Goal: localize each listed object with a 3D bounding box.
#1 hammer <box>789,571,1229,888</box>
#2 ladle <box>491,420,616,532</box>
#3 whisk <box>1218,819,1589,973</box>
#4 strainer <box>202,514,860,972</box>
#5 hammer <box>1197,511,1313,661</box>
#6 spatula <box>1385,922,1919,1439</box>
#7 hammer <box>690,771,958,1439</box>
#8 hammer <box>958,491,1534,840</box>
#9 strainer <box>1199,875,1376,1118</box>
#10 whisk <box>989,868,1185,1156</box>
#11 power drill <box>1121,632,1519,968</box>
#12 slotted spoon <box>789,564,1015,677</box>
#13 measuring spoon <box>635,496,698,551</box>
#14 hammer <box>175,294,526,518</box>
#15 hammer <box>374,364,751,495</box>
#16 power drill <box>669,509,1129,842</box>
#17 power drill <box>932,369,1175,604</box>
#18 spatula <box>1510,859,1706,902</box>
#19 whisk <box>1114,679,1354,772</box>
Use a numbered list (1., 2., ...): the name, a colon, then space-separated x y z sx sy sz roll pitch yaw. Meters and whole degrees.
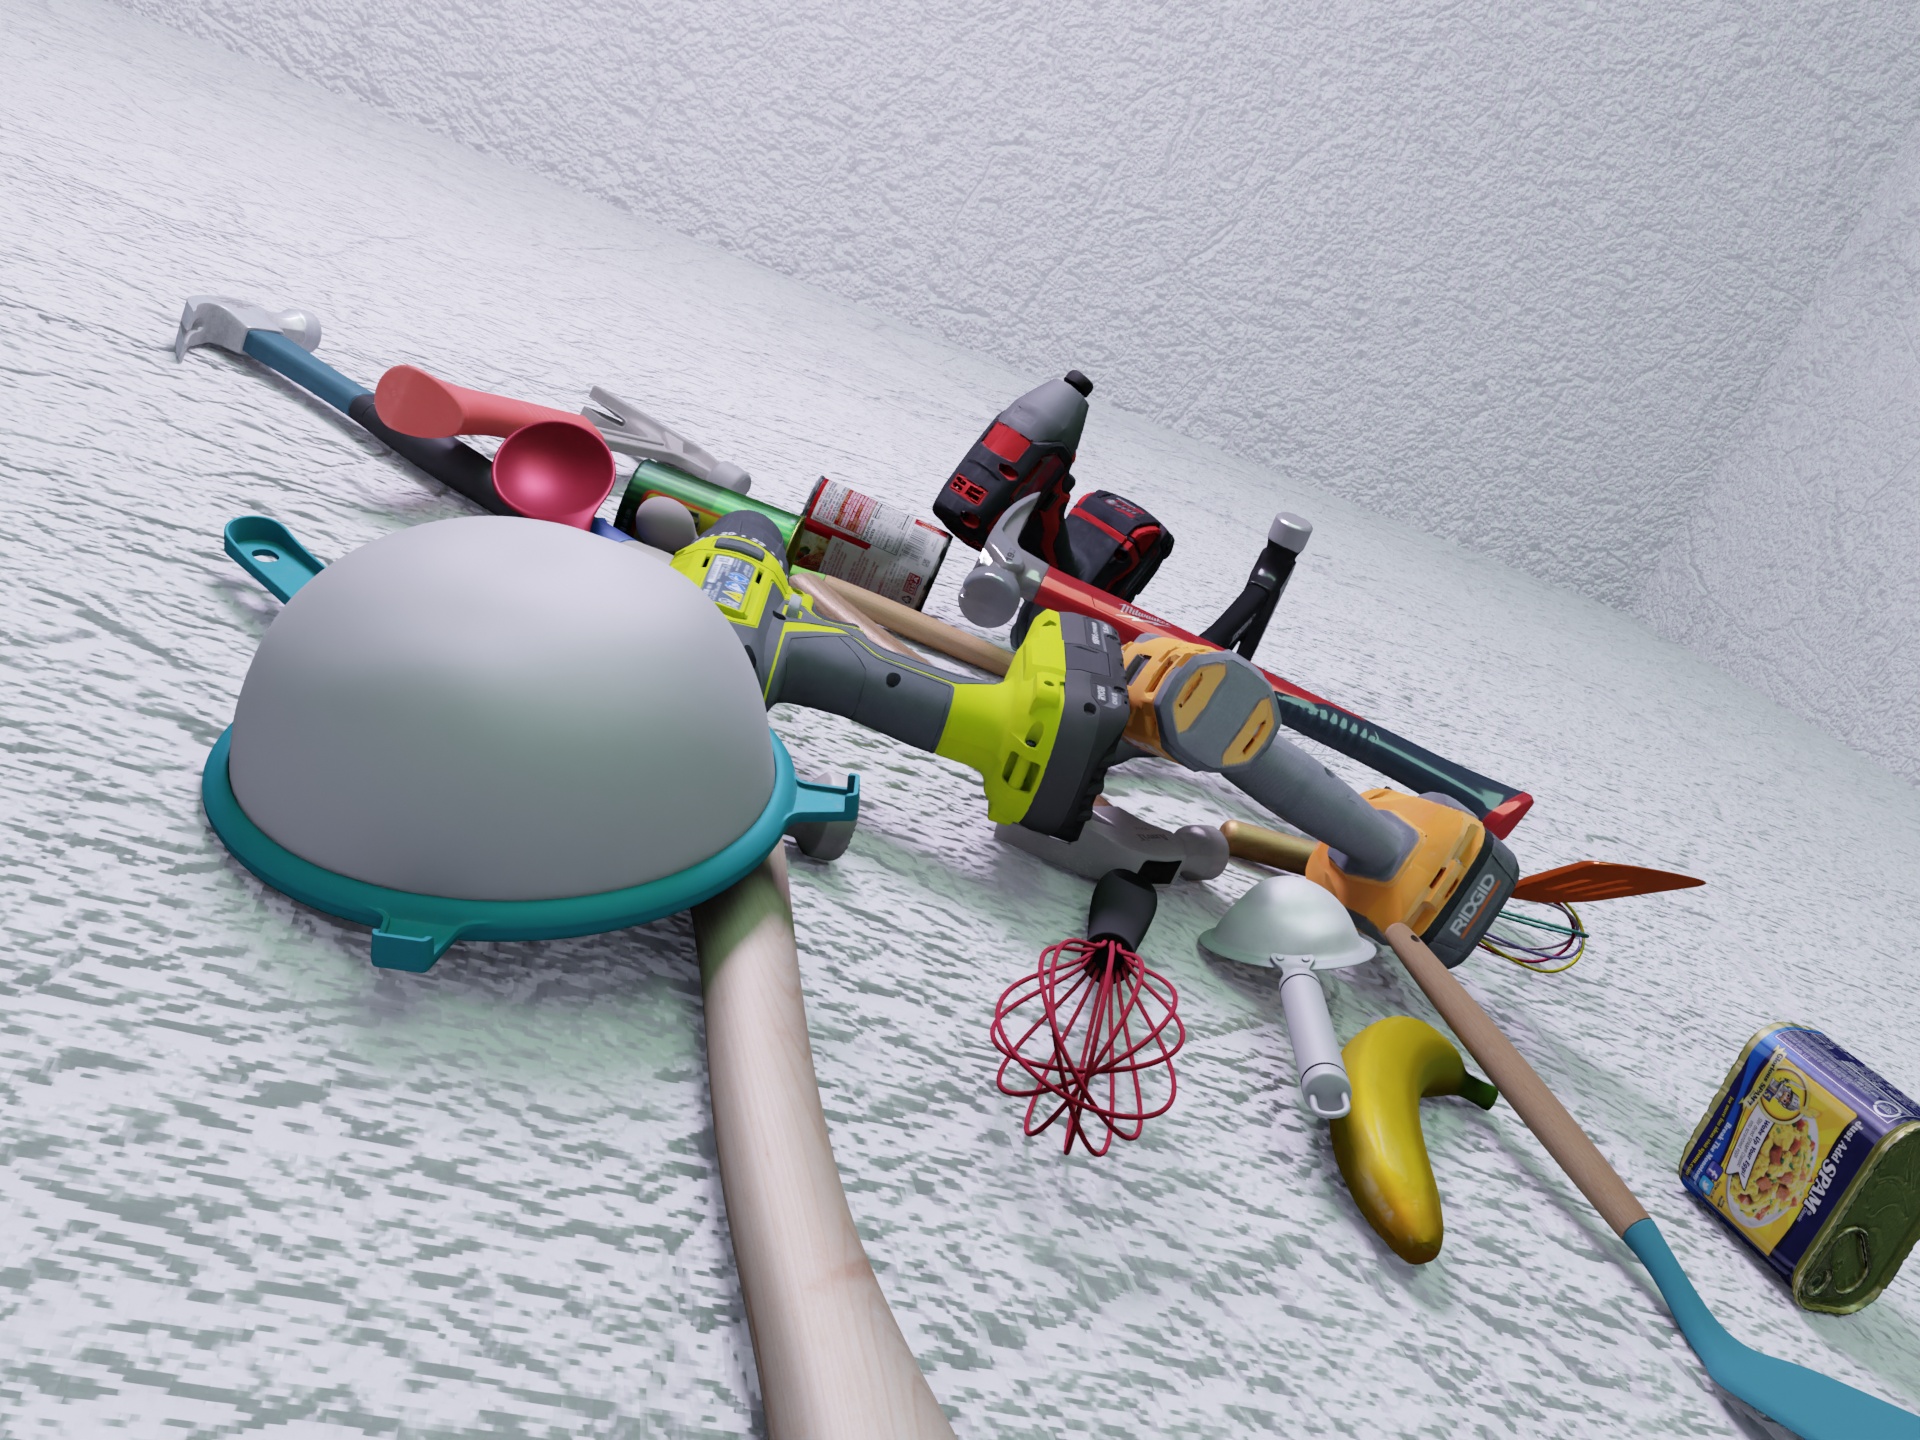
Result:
1. hammer: -0.001 -0.003 0.920 0.130 0.031 0.332 4 27 -48
2. ladle: -0.190 -0.068 0.818 0.069 0.031 0.316 -14 41 -14
3. whisk: 0.268 0.103 0.952 0.245 0.047 0.051 16 7 -10
4. strainer: -0.204 -0.045 0.613 0.211 0.095 0.341 -18 38 -42
5. hammer: 0.184 -0.051 1.188 0.035 0.146 0.335 28 30 14
6. spatula: 0.279 0.189 0.679 0.082 0.044 0.318 9 31 -31
7. hammer: -0.074 0.105 0.519 0.146 0.038 0.411 16 20 -20
8. hammer: 0.190 -0.030 1.034 0.386 0.038 0.143 26 34 0
9. strainer: 0.156 0.118 0.725 0.087 0.050 0.258 1 14 6
10. whisk: 0.060 0.105 0.662 0.073 0.073 0.296 26 11 5
11. power drill: 0.167 0.031 0.863 0.226 0.084 0.185 35 -2 -15
12. slotted spoon: -0.069 -0.081 1.064 0.313 0.031 0.070 23 18 -7
13. measuring spoon: -0.141 -0.082 0.930 0.124 0.034 0.018 42 35 -19
14. hammer: -0.358 -0.188 0.988 0.331 0.033 0.128 31 19 21
15. hammer: -0.268 -0.195 1.040 0.149 0.036 0.359 30 11 11
16. power drill: -0.040 -0.033 0.787 0.228 0.080 0.191 17 27 -7
17. power drill: 0.075 -0.158 1.180 0.079 0.143 0.219 36 -2 32
18. spatula: 0.285 0.066 0.945 0.081 0.041 0.323 11 6 -25
19. whisk: 0.164 0.012 1.041 0.284 0.070 0.070 -4 32 -41
